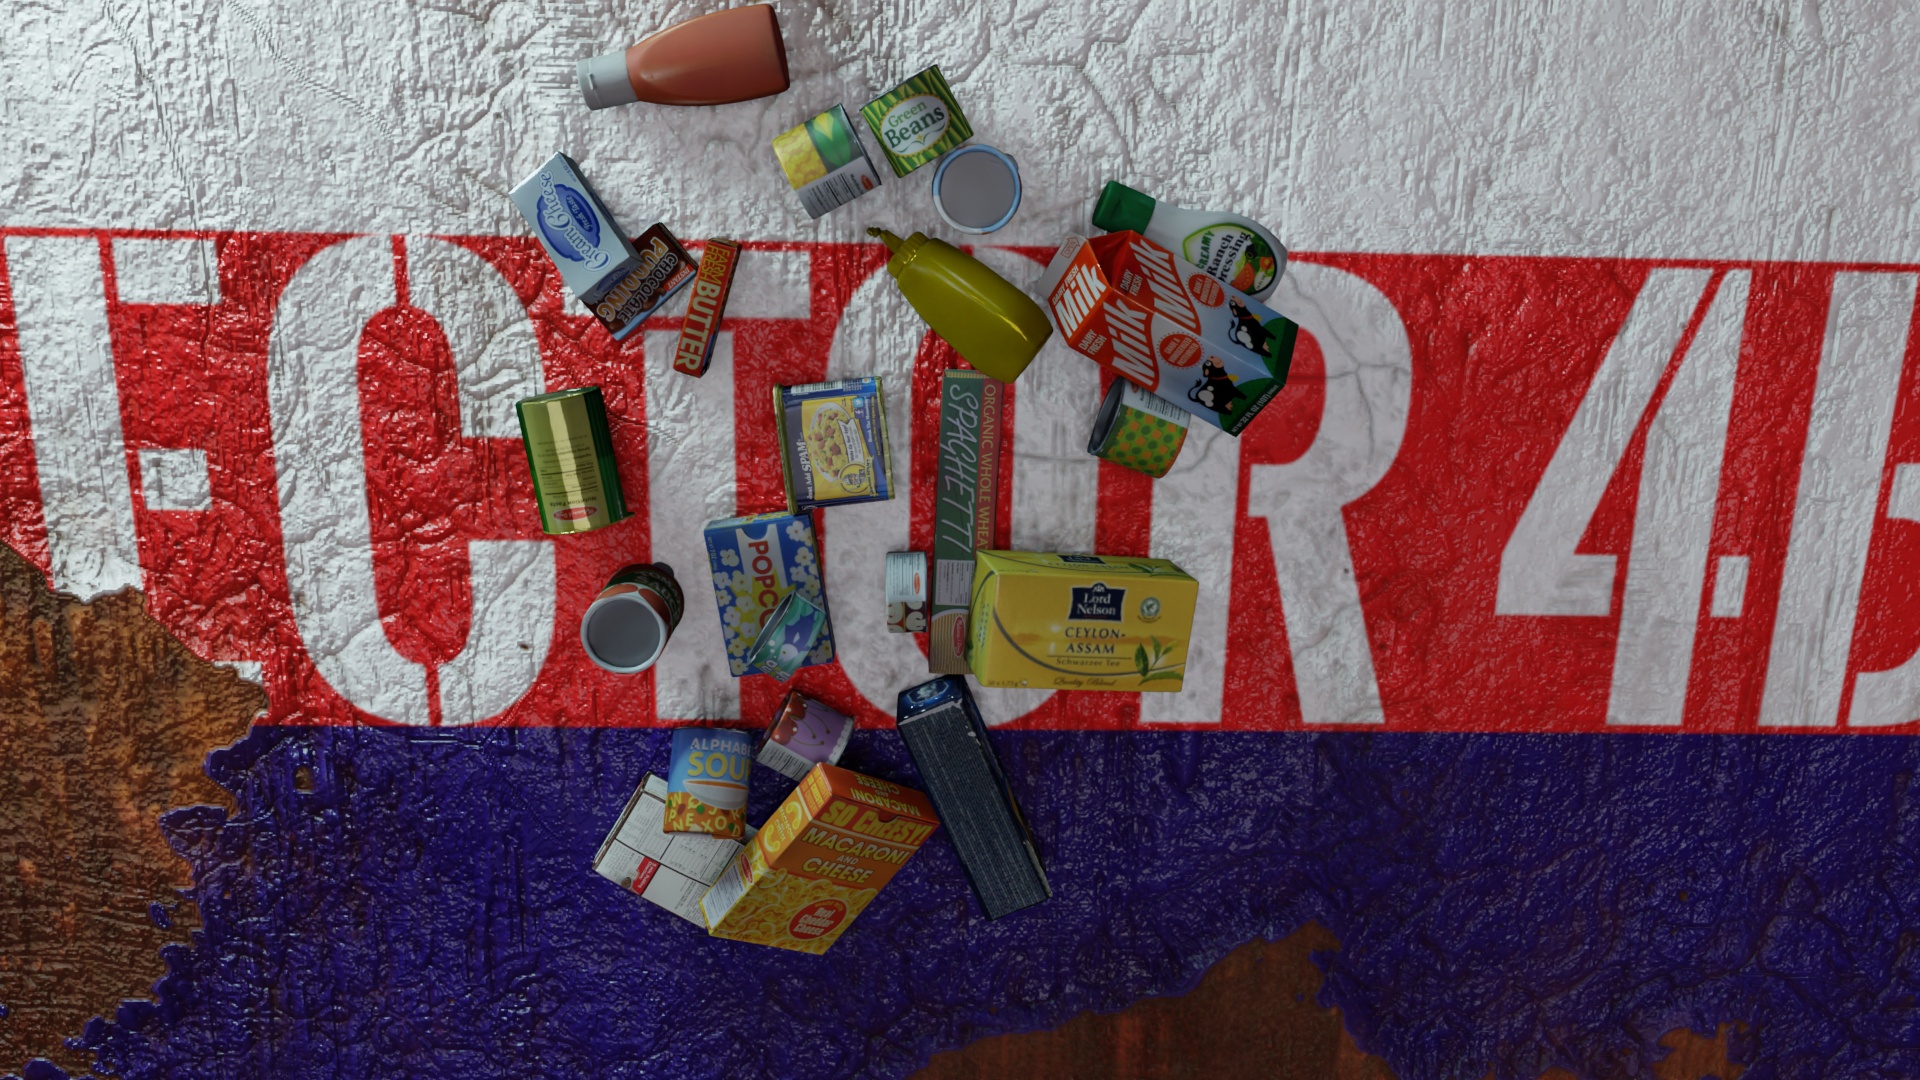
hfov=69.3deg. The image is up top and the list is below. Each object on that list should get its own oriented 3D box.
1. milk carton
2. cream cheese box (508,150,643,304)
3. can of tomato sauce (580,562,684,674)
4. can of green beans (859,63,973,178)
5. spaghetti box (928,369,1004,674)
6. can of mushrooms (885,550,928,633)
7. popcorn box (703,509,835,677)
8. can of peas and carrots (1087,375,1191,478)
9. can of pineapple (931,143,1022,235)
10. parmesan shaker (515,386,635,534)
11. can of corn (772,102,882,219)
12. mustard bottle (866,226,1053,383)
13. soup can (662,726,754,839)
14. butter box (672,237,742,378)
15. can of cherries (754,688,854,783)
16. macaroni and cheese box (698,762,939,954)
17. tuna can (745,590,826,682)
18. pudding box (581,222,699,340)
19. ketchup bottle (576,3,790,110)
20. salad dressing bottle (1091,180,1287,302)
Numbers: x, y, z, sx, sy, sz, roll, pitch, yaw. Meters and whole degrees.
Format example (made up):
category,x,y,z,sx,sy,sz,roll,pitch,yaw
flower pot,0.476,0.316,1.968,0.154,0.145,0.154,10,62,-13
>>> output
category,x,y,z,sx,sy,sz,roll,pitch,yaw
milk carton,0.151,-0.164,1.045,0.190,0.074,0.072,27,141,-7
cream cheese box,-0.286,-0.232,1.033,0.053,0.024,0.104,-37,79,9
can of tomato sauce,-0.256,0.060,1.096,0.071,0.083,0.071,0,105,-2
can of green beans,-0.032,-0.307,1.020,0.071,0.071,0.057,-29,104,5
spaghetti box,0.004,-0.014,1.114,0.050,0.029,0.249,2,104,-3
can of mushrooms,-0.042,0.042,1.109,0.033,0.071,0.071,-2,105,-2
popcorn box,-0.152,0.042,1.118,0.085,0.038,0.126,-8,105,1
can of peas and carrots,0.139,-0.086,1.083,0.059,0.071,0.070,19,103,-7
can of pineapple,0.013,-0.263,1.037,0.071,0.058,0.070,0,104,-2
parmesan shaker,-0.297,-0.063,1.073,0.071,0.071,0.102,-8,104,0
can of corn,-0.100,-0.281,1.026,0.058,0.071,0.071,-27,104,5
mustard bottle,-0.006,-0.189,1.053,0.160,0.049,0.065,41,135,0
soup can,-0.202,0.196,1.121,0.071,0.071,0.084,4,73,-3
butter box,-0.192,-0.178,1.054,0.024,0.053,0.103,16,103,-8
can of cherries,-0.127,0.161,1.137,0.058,0.071,0.071,29,102,-8
macaroni and cheese box,-0.114,0.264,1.138,0.123,0.040,0.166,26,111,-41
tuna can,-0.135,0.076,1.070,0.033,0.071,0.071,34,101,-11
pudding box,-0.245,-0.197,1.058,0.083,0.030,0.049,-38,103,8
ketchup bottle,-0.203,-0.347,1.015,0.149,0.043,0.064,-11,104,1
salad dressing bottle,0.174,-0.229,1.058,0.148,0.044,0.064,21,110,-7
